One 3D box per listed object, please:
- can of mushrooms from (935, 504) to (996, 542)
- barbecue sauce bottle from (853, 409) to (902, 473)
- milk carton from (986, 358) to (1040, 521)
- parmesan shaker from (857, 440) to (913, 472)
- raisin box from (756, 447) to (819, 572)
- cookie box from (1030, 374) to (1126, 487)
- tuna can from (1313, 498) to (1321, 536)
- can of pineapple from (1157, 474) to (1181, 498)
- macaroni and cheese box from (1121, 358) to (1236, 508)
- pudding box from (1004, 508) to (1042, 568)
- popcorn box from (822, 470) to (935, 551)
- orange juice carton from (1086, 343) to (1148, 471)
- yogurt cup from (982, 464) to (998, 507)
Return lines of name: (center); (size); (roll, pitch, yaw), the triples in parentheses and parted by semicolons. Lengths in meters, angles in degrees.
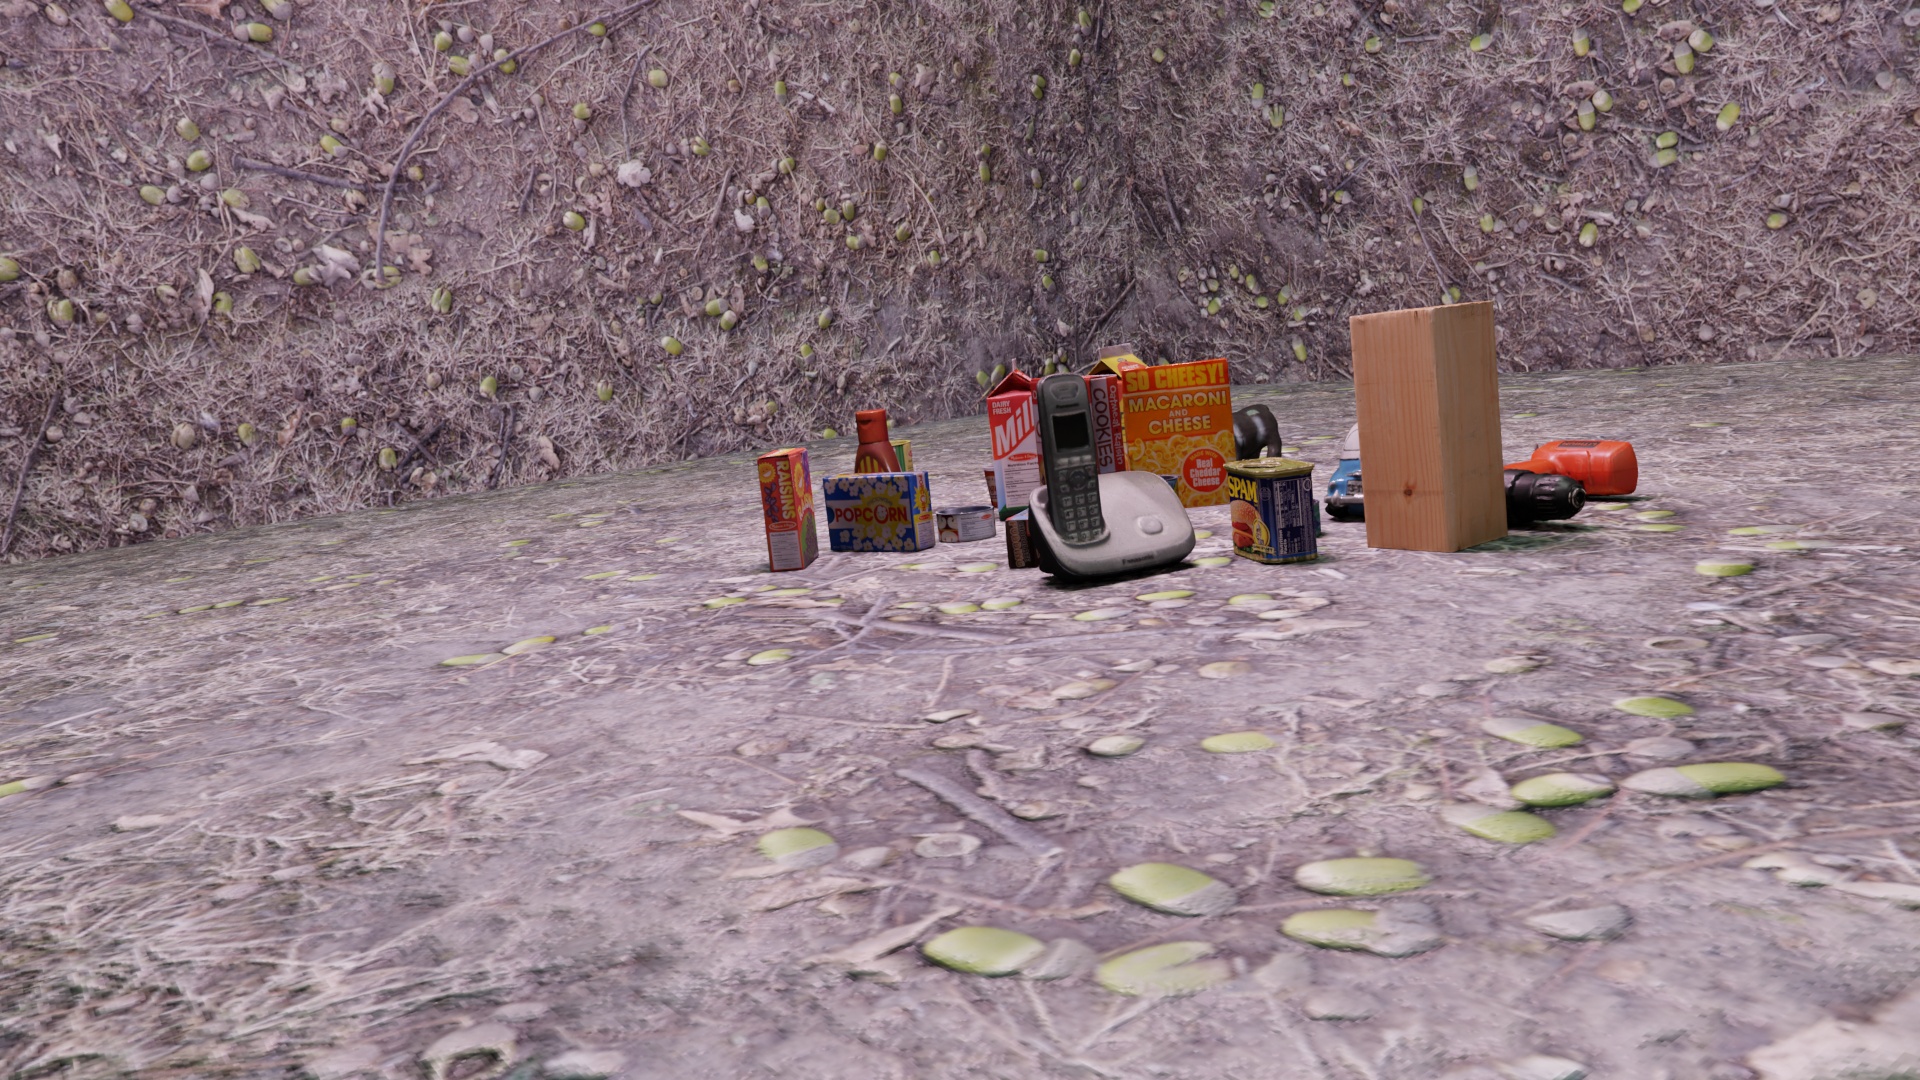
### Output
can of mushrooms: (0.006, -0.020, 1.559); (0.071, 0.033, 0.071); (-6, 8, 1)
barbecue sauce bottle: (-0.099, -0.082, 1.662); (0.065, 0.148, 0.044); (-3, 9, 23)
milk carton: (0.074, -0.124, 1.676); (0.073, 0.190, 0.072); (-6, 8, 5)
parmesan shaker: (-0.089, -0.069, 1.723); (0.071, 0.103, 0.071); (-6, 8, 1)
raisin box: (-0.184, -0.034, 1.493); (0.040, 0.123, 0.086); (-5, 8, 7)
cookie box: (0.132, -0.100, 1.552); (0.040, 0.167, 0.123); (-11, 9, -28)
tuna can: (0.311, -0.019, 1.335); (0.071, 0.032, 0.071); (-6, 8, 1)
can of pineapple: (0.197, -0.036, 1.443); (0.071, 0.057, 0.071); (-6, 8, 1)
macaroni and cheese box: (0.254, -0.122, 1.610); (0.124, 0.166, 0.040); (-5, 8, 7)
pudding box: (0.072, -0.005, 1.356); (0.030, 0.049, 0.084); (-3, 9, 23)
popcorn box: (-0.090, -0.032, 1.538); (0.126, 0.085, 0.038); (0, 10, 37)
orange juice carton: (0.200, -0.146, 1.722); (0.073, 0.192, 0.072); (1, 11, 42)
yogurt cup: (0.065, -0.073, 1.804); (0.072, 0.054, 0.072); (-6, 8, 1)
